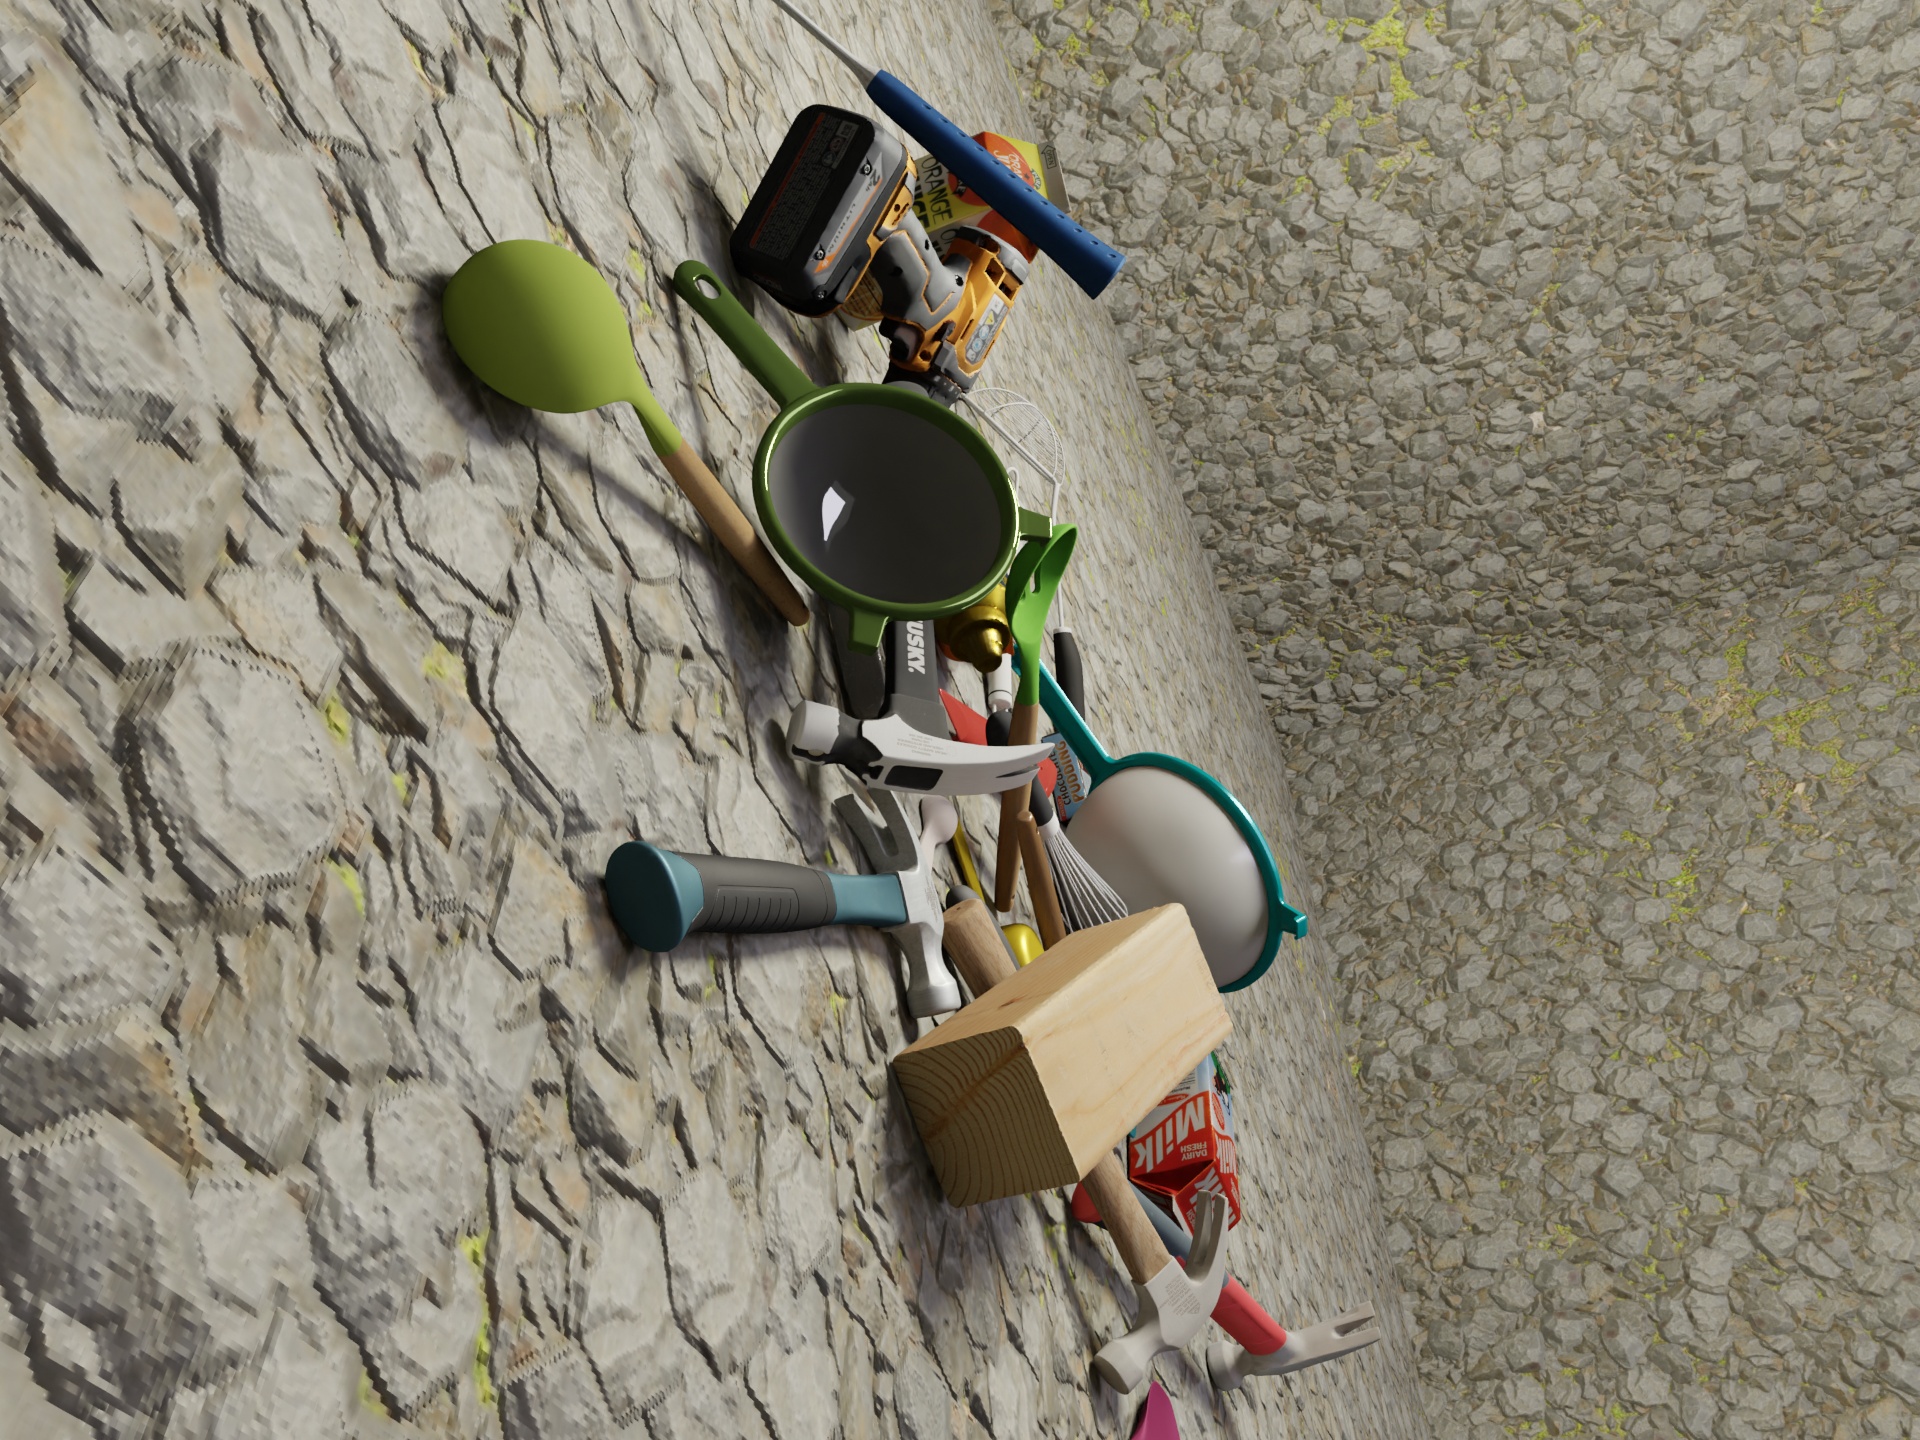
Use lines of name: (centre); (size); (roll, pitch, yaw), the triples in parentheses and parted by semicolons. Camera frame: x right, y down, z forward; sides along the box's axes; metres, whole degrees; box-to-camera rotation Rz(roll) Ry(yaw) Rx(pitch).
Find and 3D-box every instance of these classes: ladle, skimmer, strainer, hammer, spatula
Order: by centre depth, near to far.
ladle: (-0.142, -0.116, 0.766); (0.319, 0.062, 0.078); (57, 18, -63)
hammer: (-0.074, 0.087, 0.770); (0.330, 0.033, 0.128); (22, 53, -71)
strainer: (-0.081, -0.147, 0.890); (0.256, 0.151, 0.069); (49, -32, 9)
hammer: (-0.027, -0.092, 0.958); (0.035, 0.146, 0.335); (121, -25, -43)
hammer: (-0.062, -0.407, 0.993); (0.405, 0.035, 0.144); (38, 14, -10)
hammer: (0.075, 0.259, 1.019); (0.130, 0.031, 0.331); (-34, 103, -28)
hammer: (-0.002, -0.004, 1.121); (0.358, 0.037, 0.149); (32, 43, -67)
spatula: (0.084, 0.180, 1.149); (0.082, 0.044, 0.317); (-82, 162, -48)
hammer: (0.195, 0.413, 1.189); (0.385, 0.143, 0.038); (52, 21, -43)
strainer: (0.113, 0.087, 1.289); (0.095, 0.211, 0.340); (-26, 76, -37)
strainer: (0.030, -0.104, 1.338); (0.086, 0.050, 0.259); (29, 47, -37)
skimmer: (0.063, -0.141, 1.514); (0.127, 0.090, 0.363); (18, 66, -75)

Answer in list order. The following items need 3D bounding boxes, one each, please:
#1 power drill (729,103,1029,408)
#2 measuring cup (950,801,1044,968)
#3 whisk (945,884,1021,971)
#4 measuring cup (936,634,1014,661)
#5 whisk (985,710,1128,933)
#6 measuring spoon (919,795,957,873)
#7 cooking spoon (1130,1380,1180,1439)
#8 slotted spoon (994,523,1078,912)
power drill: (-0.056, -0.277, 1.066); (0.084, 0.185, 0.226); (30, 2, 32)
measuring cup: (0.026, 0.123, 1.083); (0.062, 0.029, 0.156); (-65, 138, -68)
whisk: (0.049, 0.201, 1.058); (0.238, 0.055, 0.055); (61, 19, -25)
measuring cup: (0.001, -0.075, 1.204); (0.173, 0.052, 0.095); (103, -27, -74)
whisk: (0.067, 0.095, 1.153); (0.070, 0.070, 0.284); (-90, 162, -47)
measuring spoon: (-0.016, 0.085, 1.003); (0.124, 0.018, 0.034); (-78, 147, -60)
cooking spoon: (0.100, 0.464, 0.994); (0.318, 0.017, 0.069); (38, 36, -65)
slotted spoon: (0.039, 0.008, 1.034); (0.070, 0.031, 0.313); (-43, 147, -45)
